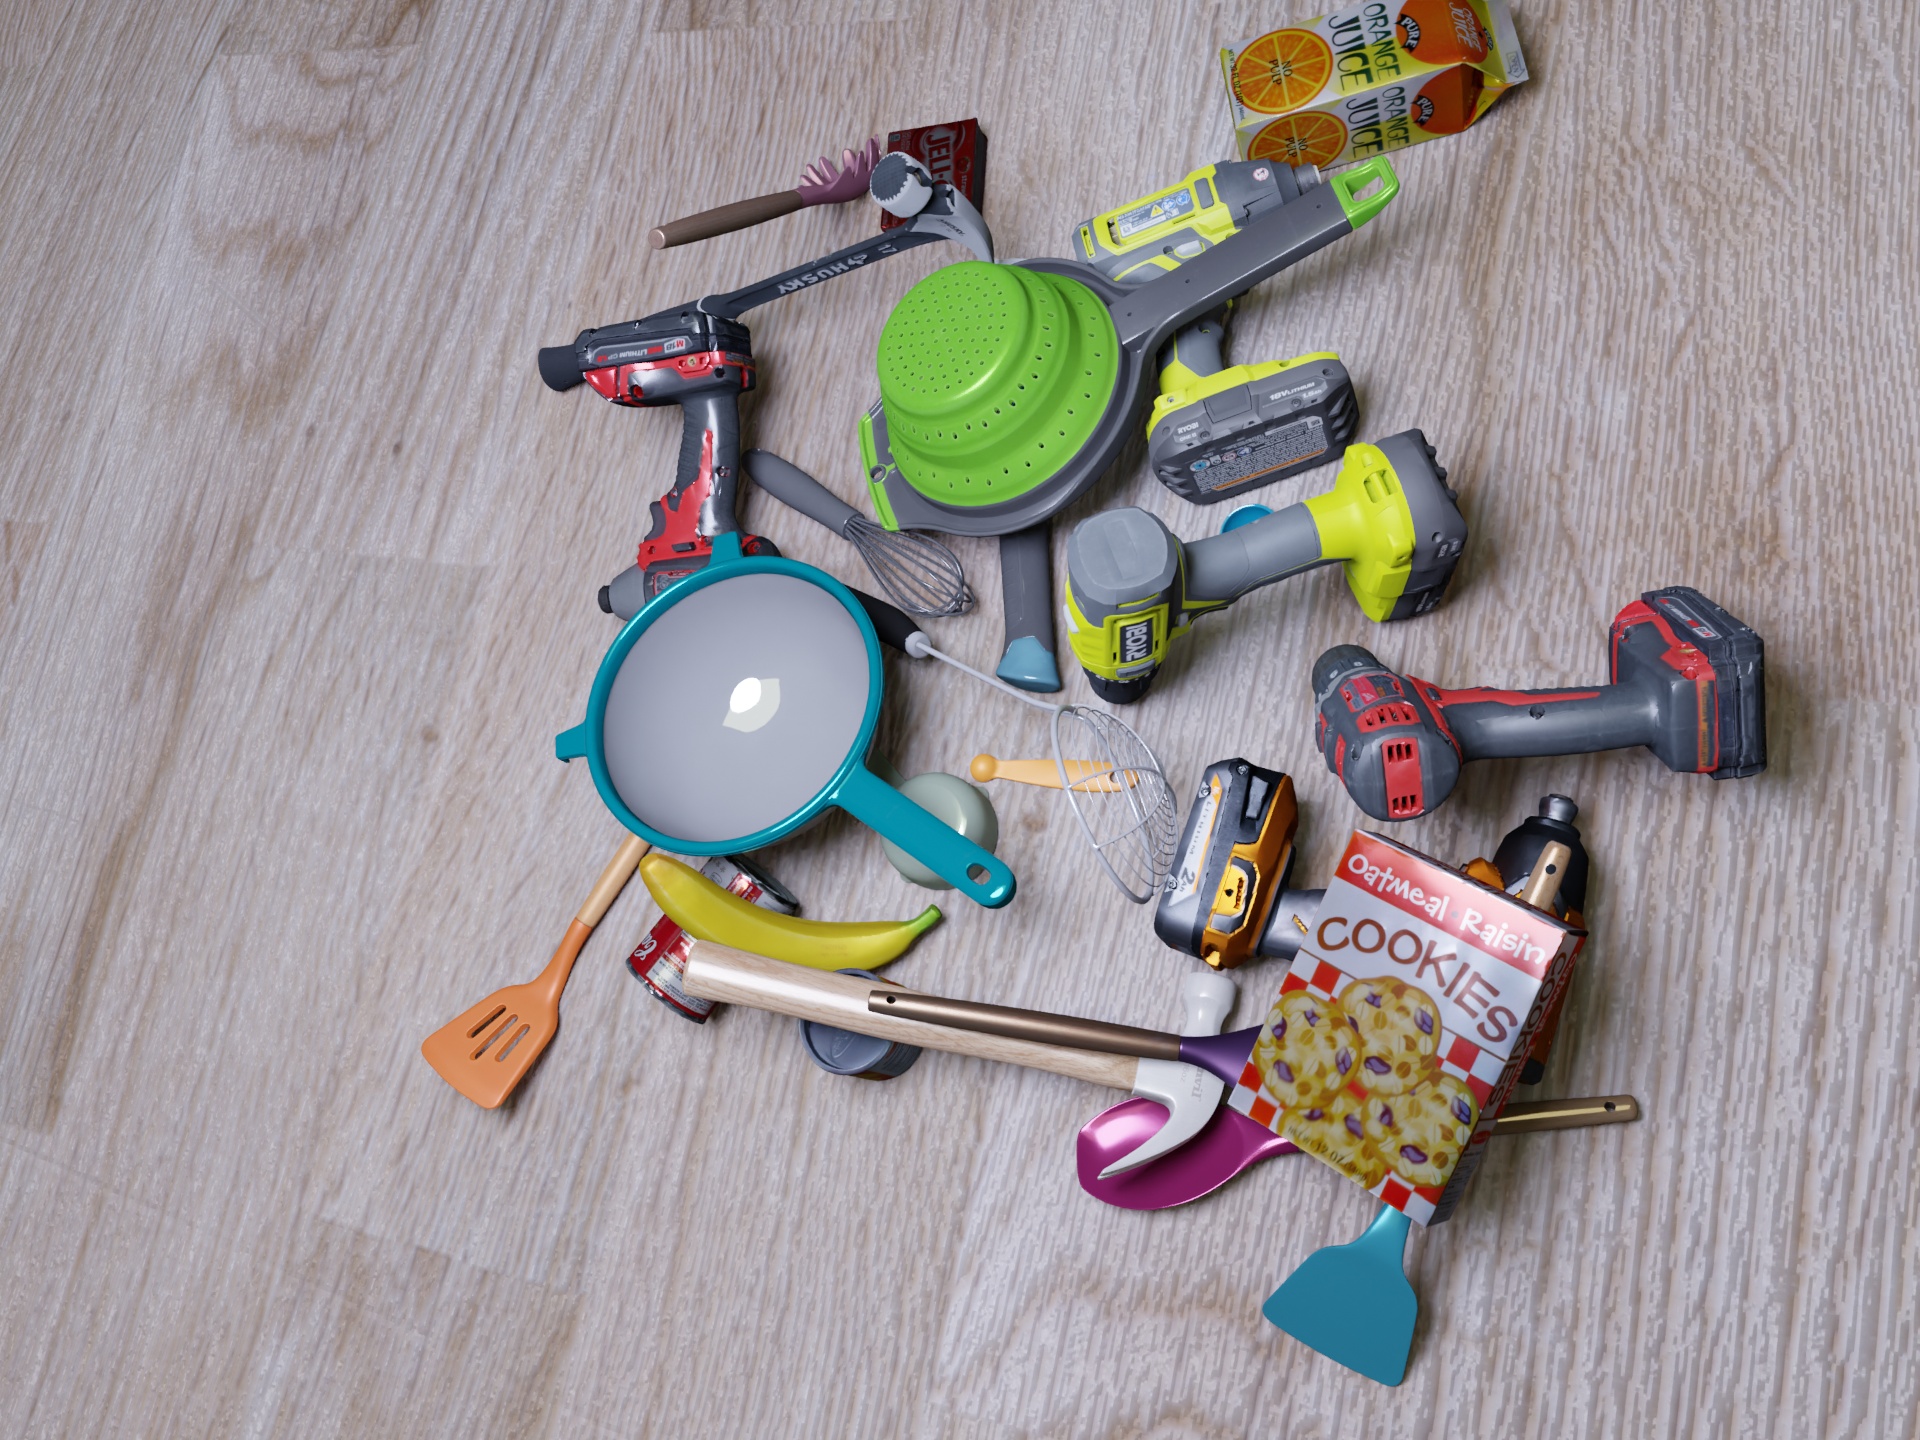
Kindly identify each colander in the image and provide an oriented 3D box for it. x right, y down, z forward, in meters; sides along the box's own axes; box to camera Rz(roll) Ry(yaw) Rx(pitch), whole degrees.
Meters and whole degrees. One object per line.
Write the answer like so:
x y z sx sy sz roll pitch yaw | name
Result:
0.082 -0.265 1.015 0.397 0.094 0.205 -26 59 20 | colander

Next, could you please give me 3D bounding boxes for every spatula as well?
0.257 0.211 0.857 0.082 0.044 0.317 24 96 19 | spatula
-0.256 0.120 1.119 0.081 0.041 0.322 30 84 26 | spatula
0.101 0.189 0.924 0.316 0.018 0.060 9 62 5 | spatula

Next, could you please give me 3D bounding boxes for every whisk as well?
-0.080 -0.138 1.137 0.239 0.055 0.055 36 88 30 | whisk

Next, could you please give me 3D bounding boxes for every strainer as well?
-0.089 0.033 1.038 0.341 0.095 0.211 33 81 27 | strainer

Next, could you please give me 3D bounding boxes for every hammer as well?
-0.007 0.186 0.957 0.331 0.031 0.130 11 66 7 | hammer
0.040 -0.176 1.112 0.128 0.033 0.331 -8 71 18 | hammer
-0.159 -0.308 1.171 0.409 0.149 0.036 -10 77 33 | hammer

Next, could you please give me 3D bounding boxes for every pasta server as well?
-0.134 -0.373 1.128 0.060 0.316 0.040 -11 109 28 | pasta server

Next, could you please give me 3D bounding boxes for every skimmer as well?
-0.002 -0.003 1.034 0.364 0.127 0.090 29 84 37 | skimmer

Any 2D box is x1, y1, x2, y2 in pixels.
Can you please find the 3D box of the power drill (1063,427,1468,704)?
0.174 -0.083 0.967 0.228 0.190 0.080 -17 67 -1 | power drill

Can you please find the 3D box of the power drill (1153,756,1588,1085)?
0.244 0.097 0.926 0.226 0.084 0.164 17 79 19 | power drill

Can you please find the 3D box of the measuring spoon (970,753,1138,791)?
0.060 0.034 1.048 0.117 0.011 0.021 4 74 21 | measuring spoon

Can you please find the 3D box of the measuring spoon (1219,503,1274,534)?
0.162 -0.091 1.053 0.128 0.021 0.042 -43 65 13 | measuring spoon

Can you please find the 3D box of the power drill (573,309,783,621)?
-0.206 -0.174 1.149 0.143 0.078 0.219 -5 94 18 | power drill

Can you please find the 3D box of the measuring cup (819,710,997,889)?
-0.047 0.043 1.069 0.083 0.038 0.168 -47 65 0 | measuring cup

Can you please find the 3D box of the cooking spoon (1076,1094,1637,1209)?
0.221 0.240 0.919 0.319 0.017 0.069 -10 57 17 | cooking spoon

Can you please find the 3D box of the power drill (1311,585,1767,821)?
0.313 -0.014 0.906 0.226 0.188 0.080 -10 109 6 | power drill

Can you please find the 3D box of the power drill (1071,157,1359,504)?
0.180 -0.272 1.070 0.171 0.080 0.223 -18 65 15 | power drill
